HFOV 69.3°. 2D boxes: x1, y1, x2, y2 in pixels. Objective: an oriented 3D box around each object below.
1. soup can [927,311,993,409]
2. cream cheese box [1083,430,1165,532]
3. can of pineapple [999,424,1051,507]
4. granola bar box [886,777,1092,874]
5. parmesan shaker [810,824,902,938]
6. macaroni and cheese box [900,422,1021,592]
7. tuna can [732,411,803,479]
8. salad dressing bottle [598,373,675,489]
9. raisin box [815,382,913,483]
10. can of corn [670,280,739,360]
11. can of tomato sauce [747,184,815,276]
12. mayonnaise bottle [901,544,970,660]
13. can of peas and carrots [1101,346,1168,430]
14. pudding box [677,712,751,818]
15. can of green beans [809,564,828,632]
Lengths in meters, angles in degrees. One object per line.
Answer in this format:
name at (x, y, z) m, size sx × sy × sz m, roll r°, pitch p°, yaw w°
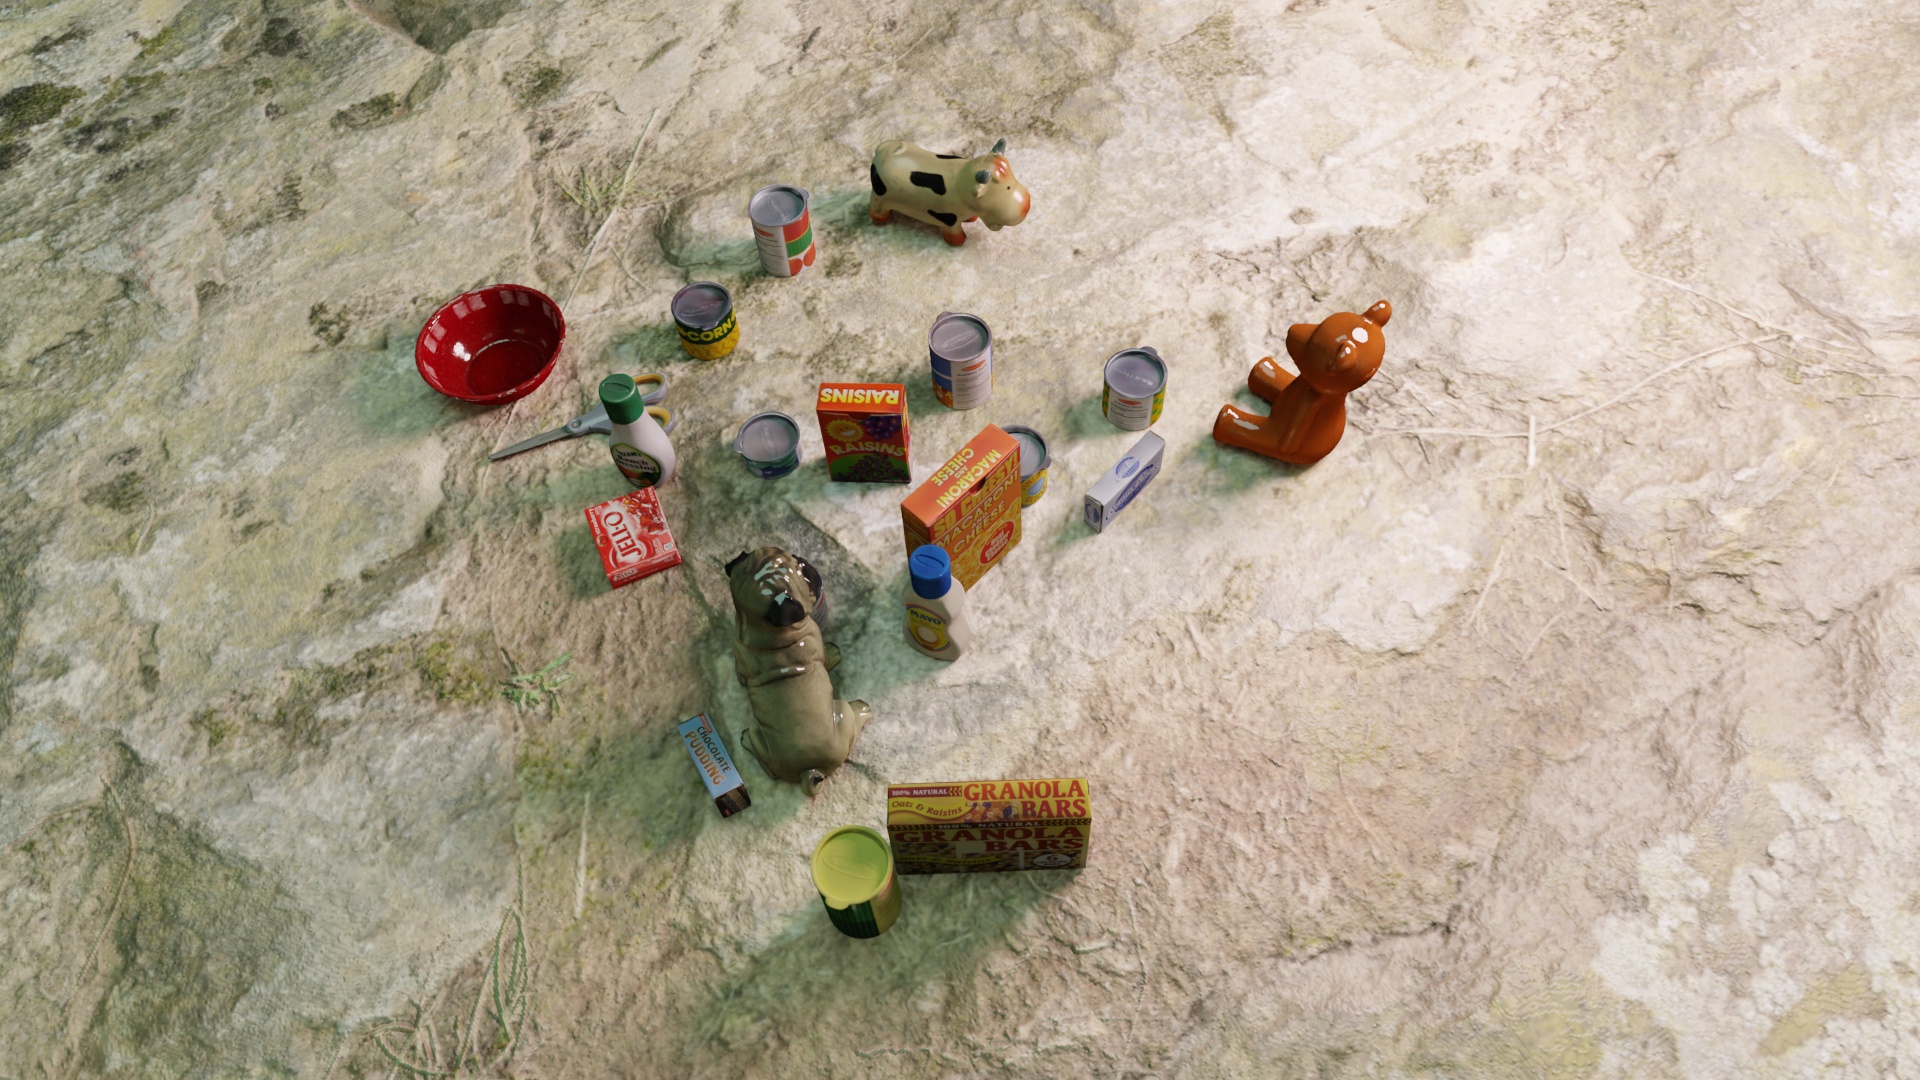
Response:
soup can at (0.000, -0.191, 1.468) m, size 0.071 × 0.083 × 0.071 m, roll -1°, pitch 58°, yaw 2°
cream cheese box at (0.165, -0.059, 1.396) m, size 0.024 × 0.053 × 0.104 m, roll 36°, pitch 66°, yaw 22°
can of pineapple at (0.057, -0.073, 1.407) m, size 0.071 × 0.057 × 0.071 m, roll -1°, pitch 58°, yaw 2°
granola bar box at (0.025, 0.241, 1.170) m, size 0.166 × 0.123 × 0.039 m, roll -2°, pitch 58°, yaw 1°
parmesan shaker at (-0.087, 0.288, 1.157) m, size 0.071 × 0.102 × 0.071 m, roll -1°, pitch 58°, yaw 2°
macaroni and cheese box at (0.005, -0.016, 1.309) m, size 0.040 × 0.165 × 0.124 m, roll 37°, pitch 67°, yaw 23°
tuna can at (-0.200, -0.098, 1.448) m, size 0.071 × 0.032 × 0.071 m, roll -1°, pitch 58°, yaw 2°
salad dressing bottle at (-0.327, -0.109, 1.392) m, size 0.064 × 0.147 × 0.044 m, roll 13°, pitch 60°, yaw 11°
raisin box at (-0.095, -0.107, 1.395) m, size 0.086 × 0.122 × 0.040 m, roll 2°, pitch 58°, yaw 4°
can of corn at (-0.279, -0.239, 1.525) m, size 0.071 × 0.058 × 0.071 m, roll -1°, pitch 58°, yaw 2°
can of tomato sauce at (-0.201, -0.353, 1.579) m, size 0.071 × 0.082 × 0.071 m, roll -1°, pitch 58°, yaw 2°
mayonnaise bottle at (-0.025, 0.057, 1.274) m, size 0.065 × 0.147 × 0.041 m, roll 20°, pitch 61°, yaw 14°
can of peas and carrots at (0.183, -0.160, 1.455) m, size 0.071 × 0.058 × 0.071 m, roll -1°, pitch 58°, yaw 2°
pudding box at (-0.221, 0.202, 1.249) m, size 0.030 × 0.049 × 0.084 m, roll -27°, pitch 60°, yaw -14°
can of green beans at (-0.162, 0.060, 1.332) m, size 0.071 × 0.057 × 0.071 m, roll -1°, pitch 58°, yaw 2°
